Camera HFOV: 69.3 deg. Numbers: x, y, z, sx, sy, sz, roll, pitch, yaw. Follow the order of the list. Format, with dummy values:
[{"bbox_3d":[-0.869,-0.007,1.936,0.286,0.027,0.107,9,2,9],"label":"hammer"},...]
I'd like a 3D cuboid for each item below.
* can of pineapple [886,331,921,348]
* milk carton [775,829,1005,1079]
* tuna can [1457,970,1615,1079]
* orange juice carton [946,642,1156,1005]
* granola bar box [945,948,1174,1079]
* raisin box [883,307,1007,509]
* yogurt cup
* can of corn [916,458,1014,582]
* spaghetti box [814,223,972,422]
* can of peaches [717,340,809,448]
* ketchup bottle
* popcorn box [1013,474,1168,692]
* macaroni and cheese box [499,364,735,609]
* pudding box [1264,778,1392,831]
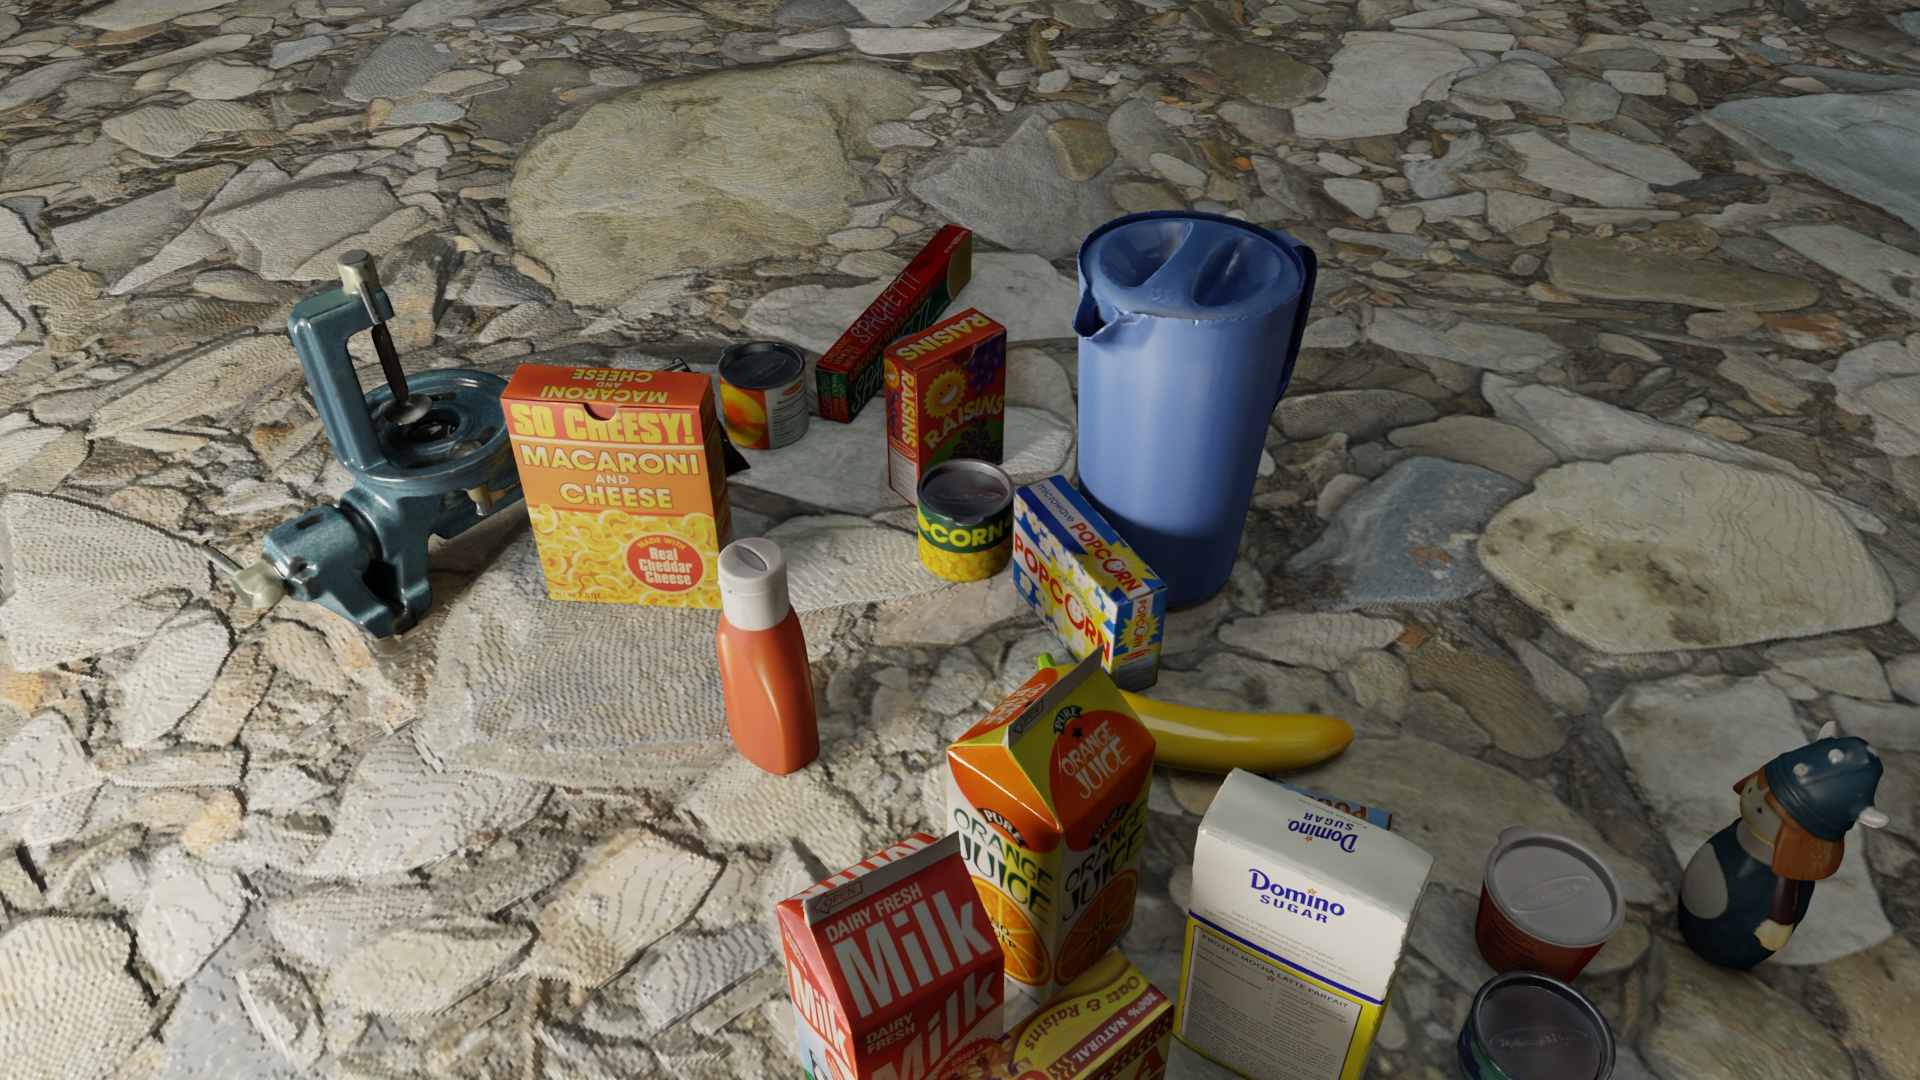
[{"bbox_3d":[-0.027,-0.120,1.077,0.071,0.057,0.071,0,41,0],"label":"can of pineapple"},{"bbox_3d":[-0.029,0.199,0.604,0.072,0.189,0.074,-21,45,-23],"label":"milk carton"},{"bbox_3d":[0.277,0.247,0.669,0.071,0.032,0.071,0,41,0],"label":"tuna can"},{"bbox_3d":[0.043,0.135,0.677,0.073,0.191,0.072,31,49,31],"label":"orange juice carton"},{"bbox_3d":[0.015,0.262,0.581,0.166,0.123,0.039,-28,48,-29],"label":"granola bar box"},{"bbox_3d":[-0.010,-0.094,0.997,0.086,0.122,0.040,-29,49,-30],"label":"raisin box"},{"bbox_3d":[0.299,0.193,0.716,0.072,0.053,0.073,0,41,0],"label":"yogurt cup"},{"bbox_3d":[0.003,-0.012,0.951,0.071,0.058,0.071,0,41,0],"label":"can of corn"},{"bbox_3d":[-0.051,-0.186,1.159,0.029,0.049,0.251,16,43,17],"label":"spaghetti box"},{"bbox_3d":[-0.152,-0.113,1.068,0.071,0.057,0.071,0,41,0],"label":"can of peaches"},{"bbox_3d":[-0.113,0.066,0.791,0.044,0.148,0.065,-30,49,-30],"label":"ketchup bottle"},{"bbox_3d":[0.079,0.028,0.884,0.038,0.084,0.127,-19,44,-21],"label":"popcorn box"},{"bbox_3d":[-0.213,-0.031,0.889,0.124,0.165,0.040,3,41,3],"label":"macaroni and cheese box"},{"bbox_3d":[0.186,0.162,0.755,0.084,0.049,0.030,13,42,14],"label":"pudding box"}]
